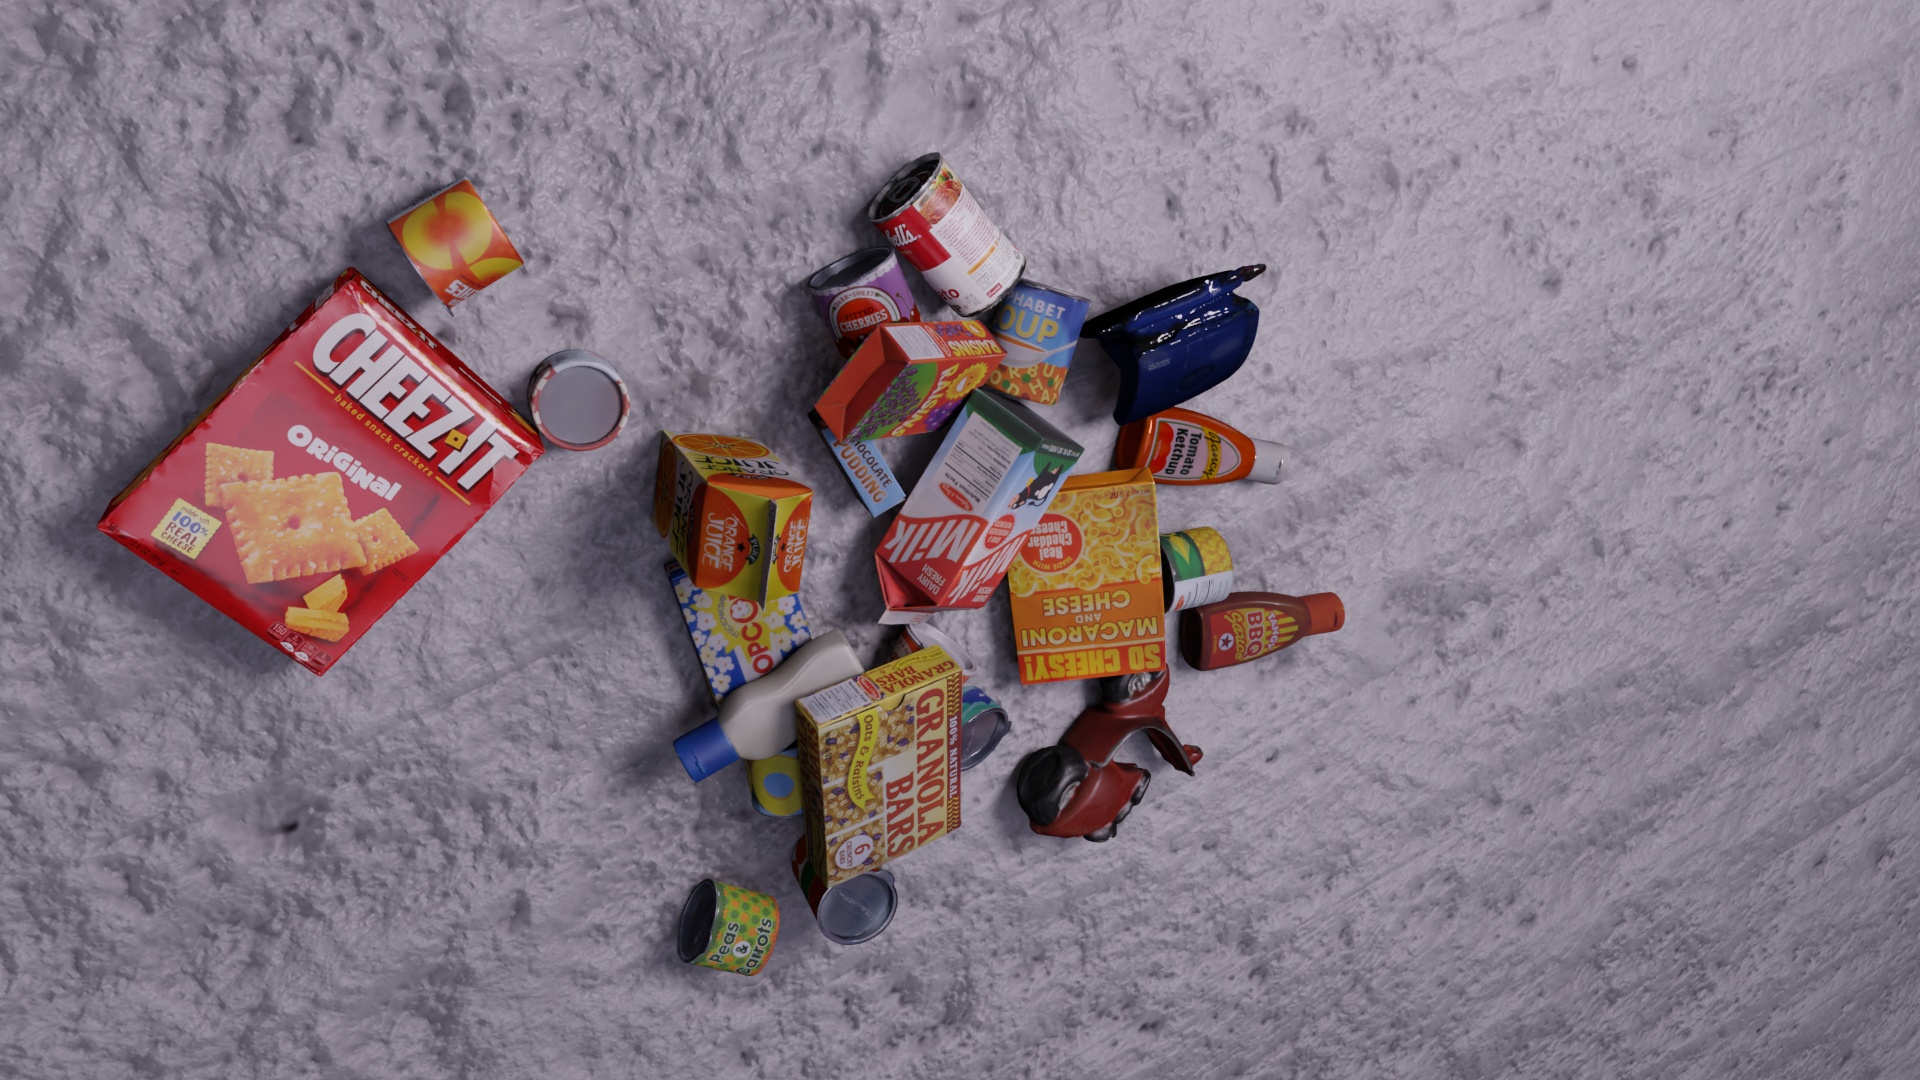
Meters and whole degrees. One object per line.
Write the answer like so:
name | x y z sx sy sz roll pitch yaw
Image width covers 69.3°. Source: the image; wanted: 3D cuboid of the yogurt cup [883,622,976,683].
yogurt cup | -0.029 0.104 1.108 0.072 0.072 0.054 30 103 -28

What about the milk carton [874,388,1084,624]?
milk carton | 0.004 -0.013 1.053 0.190 0.073 0.072 -58 153 13

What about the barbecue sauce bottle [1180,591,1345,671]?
barbecue sauce bottle | 0.269 0.074 1.232 0.149 0.044 0.064 -8 110 -20

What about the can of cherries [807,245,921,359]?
can of cherries | -0.068 -0.169 0.992 0.071 0.071 0.058 -29 117 -11

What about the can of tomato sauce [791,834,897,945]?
can of tomato sauce | -0.095 0.275 1.127 0.071 0.083 0.071 -7 111 -20

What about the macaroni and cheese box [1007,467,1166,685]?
macaroni and cheese box | 0.100 0.030 1.127 0.124 0.040 0.165 -6 112 3

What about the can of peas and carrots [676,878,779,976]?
can of peas and carrots | -0.184 0.311 1.109 0.059 0.071 0.071 23 98 -28

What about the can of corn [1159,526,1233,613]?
can of corn | 0.187 0.022 1.170 0.058 0.071 0.071 -11 112 -20

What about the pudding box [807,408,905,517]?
pudding box | -0.077 -0.063 1.037 0.030 0.050 0.083 -33 117 -7

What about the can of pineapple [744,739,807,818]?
can of pineapple | -0.136 0.175 1.086 0.071 0.071 0.057 -13 112 -18

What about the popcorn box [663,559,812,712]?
popcorn box | -0.163 0.062 1.051 0.085 0.038 0.126 -22 115 -15

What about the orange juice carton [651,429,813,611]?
orange juice carton | -0.153 -0.017 0.940 0.073 0.193 0.071 4 106 -24

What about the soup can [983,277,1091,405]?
soup can | 0.053 -0.152 1.049 0.071 0.071 0.083 12 103 -26

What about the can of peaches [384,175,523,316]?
can of peaches | -0.319 -0.187 0.883 0.058 0.071 0.071 -35 117 -9

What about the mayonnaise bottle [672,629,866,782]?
mayonnaise bottle | -0.141 0.128 1.037 0.148 0.041 0.064 -29 118 -10

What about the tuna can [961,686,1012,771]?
tuna can | 0.006 0.154 1.143 0.071 0.033 0.070 -30 141 -27

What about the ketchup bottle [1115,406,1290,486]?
ketchup bottle | 0.204 -0.074 1.154 0.149 0.043 0.064 7 107 -25

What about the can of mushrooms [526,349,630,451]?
can of mushrooms | -0.263 -0.094 0.958 0.071 0.033 0.070 -8 110 -21

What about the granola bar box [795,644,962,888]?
granola bar box | -0.059 0.173 1.059 0.124 0.039 0.164 -20 128 -28

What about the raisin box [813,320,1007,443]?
raisin box | -0.033 -0.115 0.991 0.085 0.040 0.124 -47 162 31
